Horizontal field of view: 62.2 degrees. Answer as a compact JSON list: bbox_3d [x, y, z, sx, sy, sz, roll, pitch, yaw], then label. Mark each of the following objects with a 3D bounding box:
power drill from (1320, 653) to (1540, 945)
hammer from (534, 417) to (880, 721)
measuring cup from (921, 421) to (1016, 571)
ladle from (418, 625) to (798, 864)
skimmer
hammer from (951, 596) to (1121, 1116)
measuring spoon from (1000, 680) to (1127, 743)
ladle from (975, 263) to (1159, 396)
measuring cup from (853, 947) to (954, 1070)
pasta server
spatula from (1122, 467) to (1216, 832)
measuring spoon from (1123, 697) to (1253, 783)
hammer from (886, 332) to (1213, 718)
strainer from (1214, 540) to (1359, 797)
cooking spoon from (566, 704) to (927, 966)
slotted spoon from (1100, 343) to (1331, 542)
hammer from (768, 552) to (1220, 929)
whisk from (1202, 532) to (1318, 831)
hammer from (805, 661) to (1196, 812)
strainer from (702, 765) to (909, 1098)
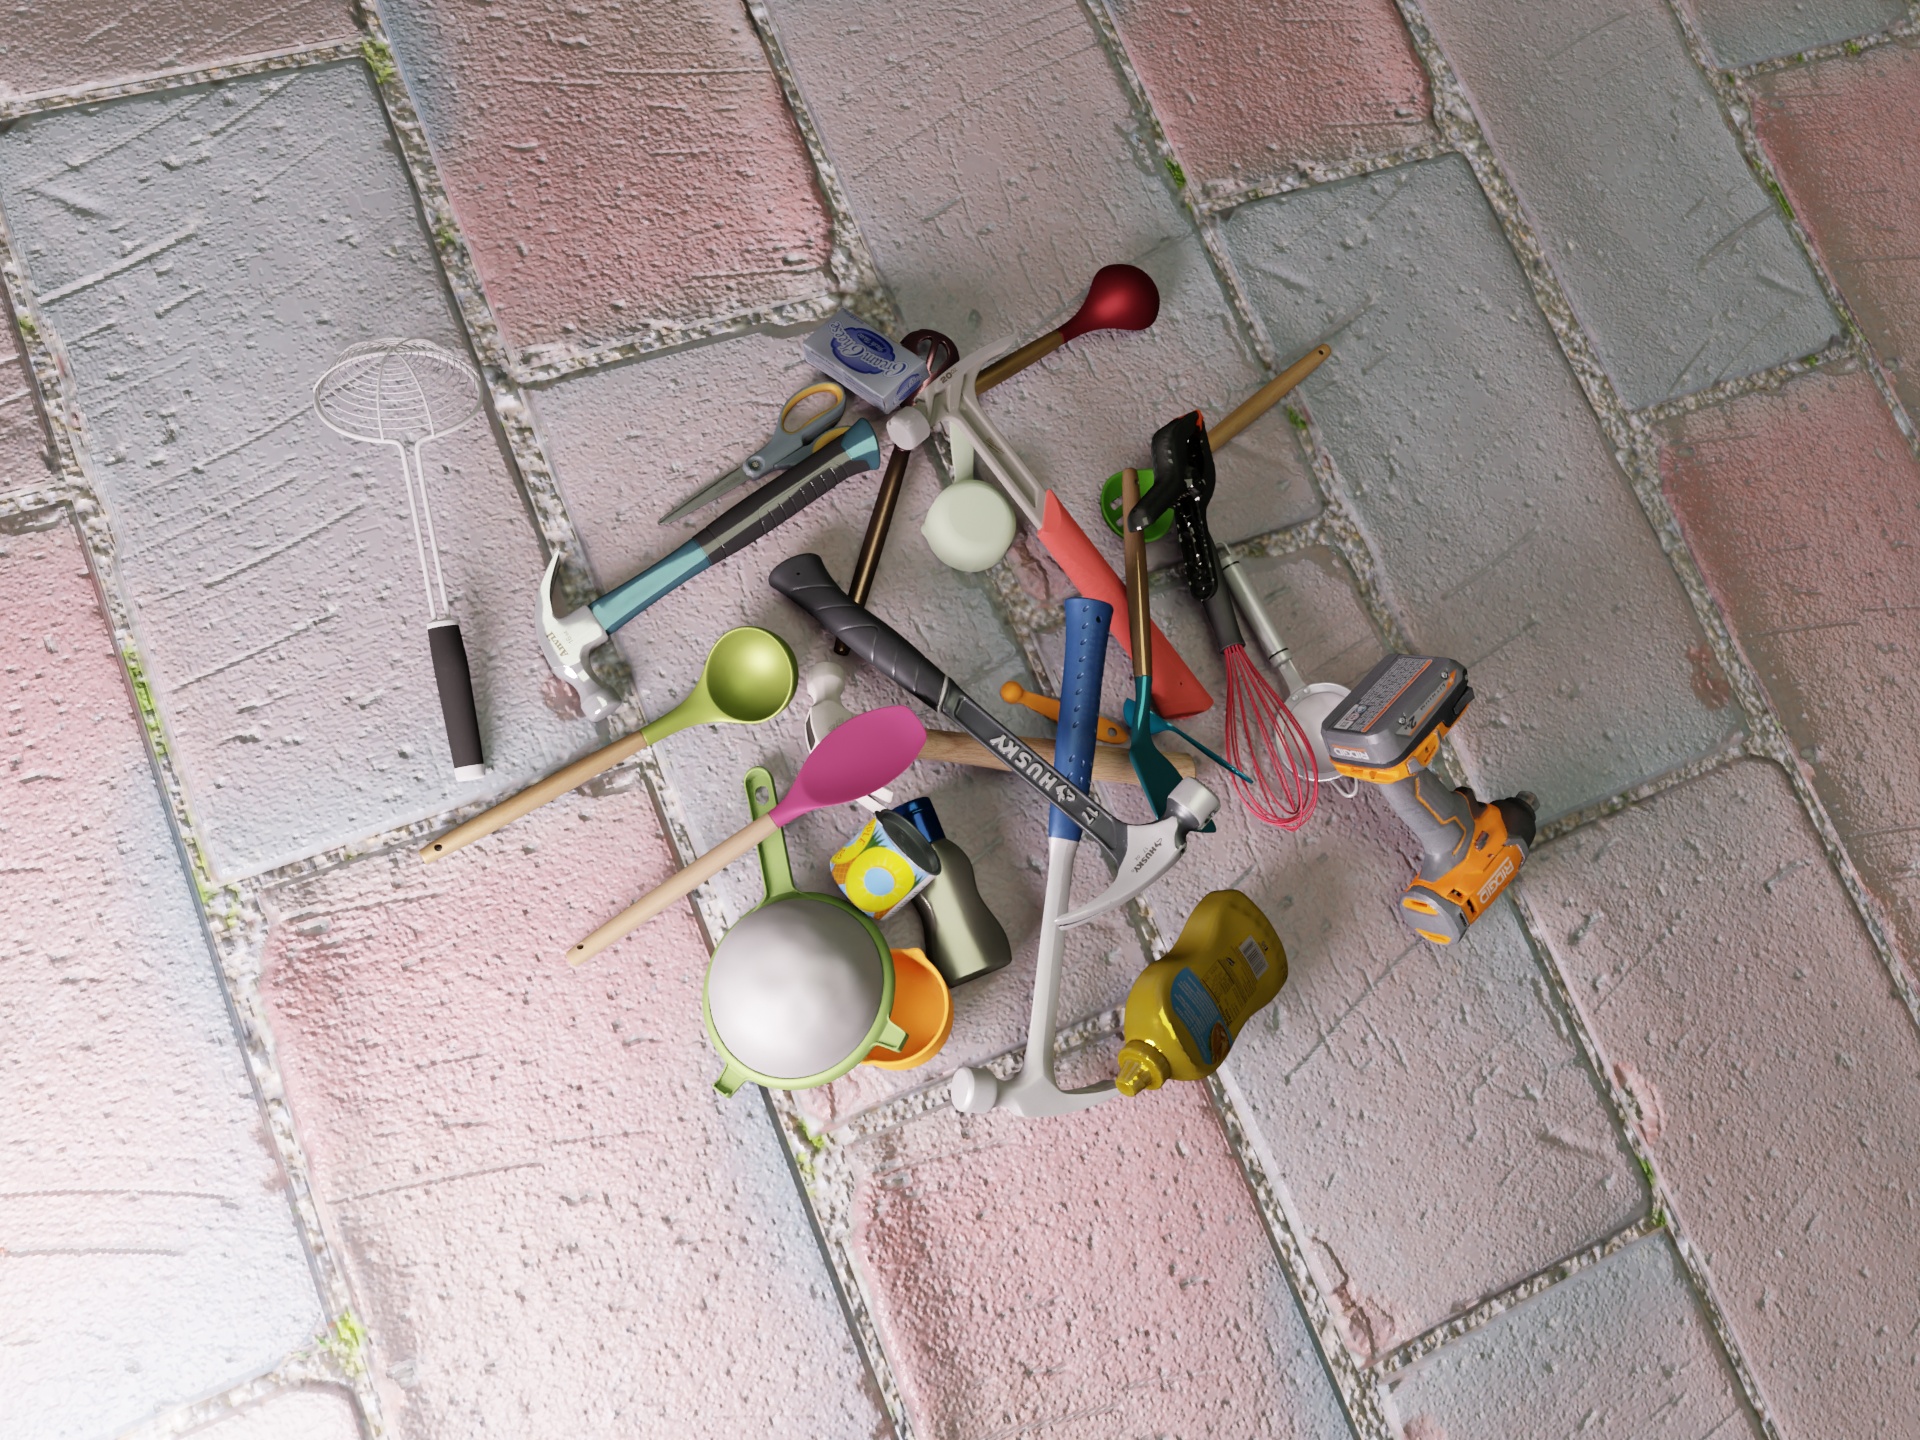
[{"bbox_3d":[0.406,0.055,1.333,0.164,0.084,0.226,-42,116,-22],"label":"power drill"},{"bbox_3d":[-0.198,-0.143,1.288,0.331,0.033,0.128,-37,87,-16],"label":"hammer"},{"bbox_3d":[0.008,-0.212,1.367,0.083,0.038,0.168,0,76,-14],"label":"measuring cup"},{"bbox_3d":[-0.268,0.023,1.224,0.320,0.062,0.078,-30,83,-17],"label":"ladle"},{"bbox_3d":[-0.416,-0.130,1.246,0.127,0.090,0.363,-10,87,-20],"label":"skimmer"},{"bbox_3d":[0.085,0.106,1.250,0.144,0.035,0.405,11,81,-26],"label":"hammer"},{"bbox_3d":[0.089,-0.007,1.343,0.117,0.011,0.021,22,70,-7],"label":"measuring spoon"},{"bbox_3d":[0.066,-0.328,1.405,0.315,0.031,0.069,-35,88,-25],"label":"ladle"},{"bbox_3d":[-0.086,0.208,1.224,0.174,0.052,0.095,21,73,19],"label":"measuring cup"},{"bbox_3d":[-0.059,-0.201,1.357,0.060,0.040,0.316,18,75,-8],"label":"pasta server"},{"bbox_3d":[0.159,-0.062,1.307,0.082,0.044,0.318,12,69,-45],"label":"spatula"},{"bbox_3d":[0.186,0.023,1.329,0.129,0.042,0.021,35,91,20],"label":"measuring spoon"},{"bbox_3d":[0.099,-0.152,1.347,0.149,0.036,0.359,-41,96,-26],"label":"hammer"},{"bbox_3d":[0.286,-0.048,1.389,0.087,0.050,0.258,-33,75,24],"label":"strainer"},{"bbox_3d":[-0.162,0.090,1.203,0.319,0.017,0.069,-34,58,-3],"label":"cooking spoon"},{"bbox_3d":[0.237,-0.257,1.445,0.314,0.031,0.070,-40,87,-22],"label":"slotted spoon"},{"bbox_3d":[-0.002,-0.004,1.235,0.409,0.036,0.149,39,82,22],"label":"hammer"},{"bbox_3d":[0.240,-0.044,1.368,0.073,0.073,0.296,-10,72,-16],"label":"whisk"},{"bbox_3d":[0.038,0.028,1.295,0.331,0.031,0.130,7,49,-16],"label":"hammer"},{"bbox_3d":[-0.139,0.145,1.193,0.151,0.069,0.257,-16,67,6],"label":"strainer"}]
